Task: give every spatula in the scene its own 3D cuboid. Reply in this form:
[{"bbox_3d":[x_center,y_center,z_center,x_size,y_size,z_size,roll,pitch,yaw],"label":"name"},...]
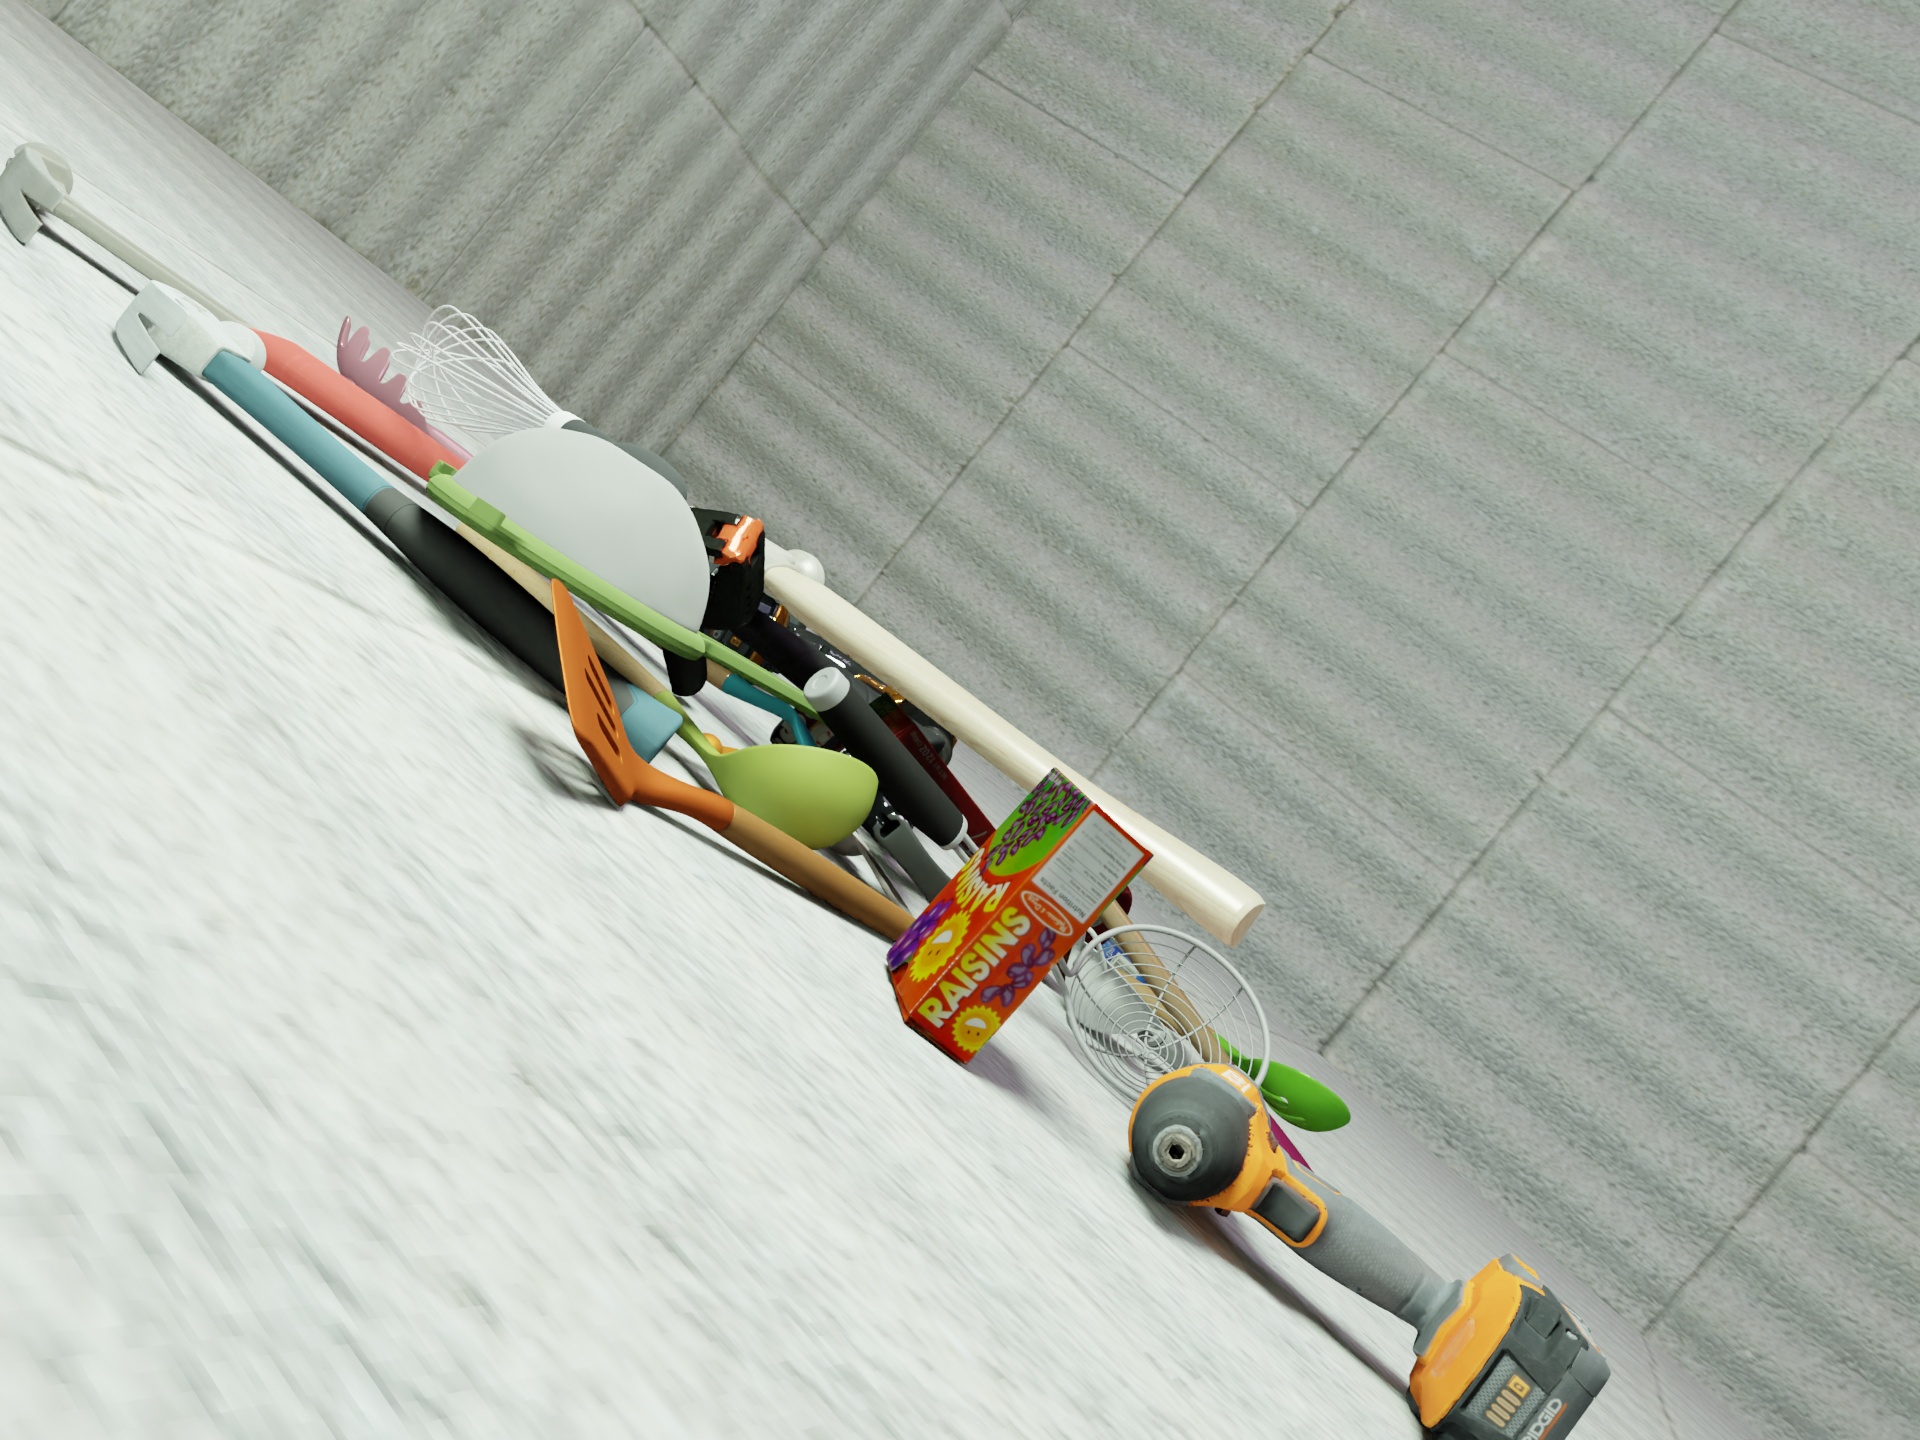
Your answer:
[{"bbox_3d":[-0.178,-0.031,1.048,0.318,0.044,0.082,35,-7,20],"label":"spatula"},{"bbox_3d":[-0.086,0.049,0.720,0.322,0.041,0.081,40,24,-49],"label":"spatula"}]

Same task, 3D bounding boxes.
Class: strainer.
[{"bbox_3d":[-0.133,-0.072,0.788,0.256,0.069,0.152,31,0,-29],"label":"strainer"},{"bbox_3d":[0.127,0.213,1.091,0.087,0.050,0.258,38,-6,44],"label":"strainer"}]

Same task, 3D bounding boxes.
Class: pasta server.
[{"bbox_3d":[-0.335,-0.175,1.180,0.316,0.040,0.060,40,-9,-18],"label":"pasta server"}]

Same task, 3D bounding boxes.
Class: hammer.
[{"bbox_3d":[-0.260,-0.093,0.747,0.331,0.033,0.128,40,1,4],"label":"hammer"},{"bbox_3d":[-0.001,-0.003,0.924,0.411,0.038,0.146,36,8,26],"label":"hammer"},{"bbox_3d":[-0.370,-0.193,0.916,0.358,0.037,0.149,38,3,-41],"label":"hammer"},{"bbox_3d":[-0.038,0.070,1.077,0.149,0.036,0.409,52,-2,-5],"label":"hammer"},{"bbox_3d":[-0.149,-0.072,1.035,0.334,0.035,0.146,36,8,-9],"label":"hammer"}]

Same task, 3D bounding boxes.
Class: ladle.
[{"bbox_3d":[-0.168,-0.033,0.849,0.320,0.062,0.078,38,-9,28],"label":"ladle"}]

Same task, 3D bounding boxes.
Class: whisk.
[{"bbox_3d":[-0.240,-0.173,0.900,0.285,0.070,0.070,31,-4,38],"label":"whisk"}]

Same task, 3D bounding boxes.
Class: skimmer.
[{"bbox_3d":[0.052,0.091,0.870,0.362,0.090,0.127,51,35,-32],"label":"skimmer"}]

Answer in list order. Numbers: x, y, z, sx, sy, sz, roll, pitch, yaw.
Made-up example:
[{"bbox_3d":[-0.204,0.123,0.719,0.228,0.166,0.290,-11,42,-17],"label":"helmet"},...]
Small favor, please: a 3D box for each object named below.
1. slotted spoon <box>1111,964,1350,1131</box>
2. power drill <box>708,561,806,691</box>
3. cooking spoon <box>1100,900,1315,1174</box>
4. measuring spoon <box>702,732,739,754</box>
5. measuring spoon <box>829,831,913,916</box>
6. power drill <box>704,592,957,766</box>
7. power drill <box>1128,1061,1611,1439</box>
[{"bbox_3d":[0.176,0.234,1.194,0.070,0.031,0.314,53,-14,-27],"label":"slotted spoon"},{"bbox_3d":[-0.187,-0.085,1.461,0.188,0.080,0.227,40,-1,-7],"label":"power drill"},{"bbox_3d":[0.165,0.217,1.098,0.319,0.017,0.068,54,2,10],"label":"cooking spoon"},{"bbox_3d":[-0.133,0.018,0.944,0.021,0.011,0.117,40,1,11],"label":"measuring spoon"},{"bbox_3d":[-0.050,0.092,0.894,0.124,0.018,0.034,51,0,44],"label":"measuring spoon"},{"bbox_3d":[-0.101,-0.034,1.275,0.226,0.084,0.185,30,10,-13],"label":"power drill"},{"bbox_3d":[0.175,0.243,0.732,0.227,0.084,0.164,36,1,18],"label":"power drill"}]
